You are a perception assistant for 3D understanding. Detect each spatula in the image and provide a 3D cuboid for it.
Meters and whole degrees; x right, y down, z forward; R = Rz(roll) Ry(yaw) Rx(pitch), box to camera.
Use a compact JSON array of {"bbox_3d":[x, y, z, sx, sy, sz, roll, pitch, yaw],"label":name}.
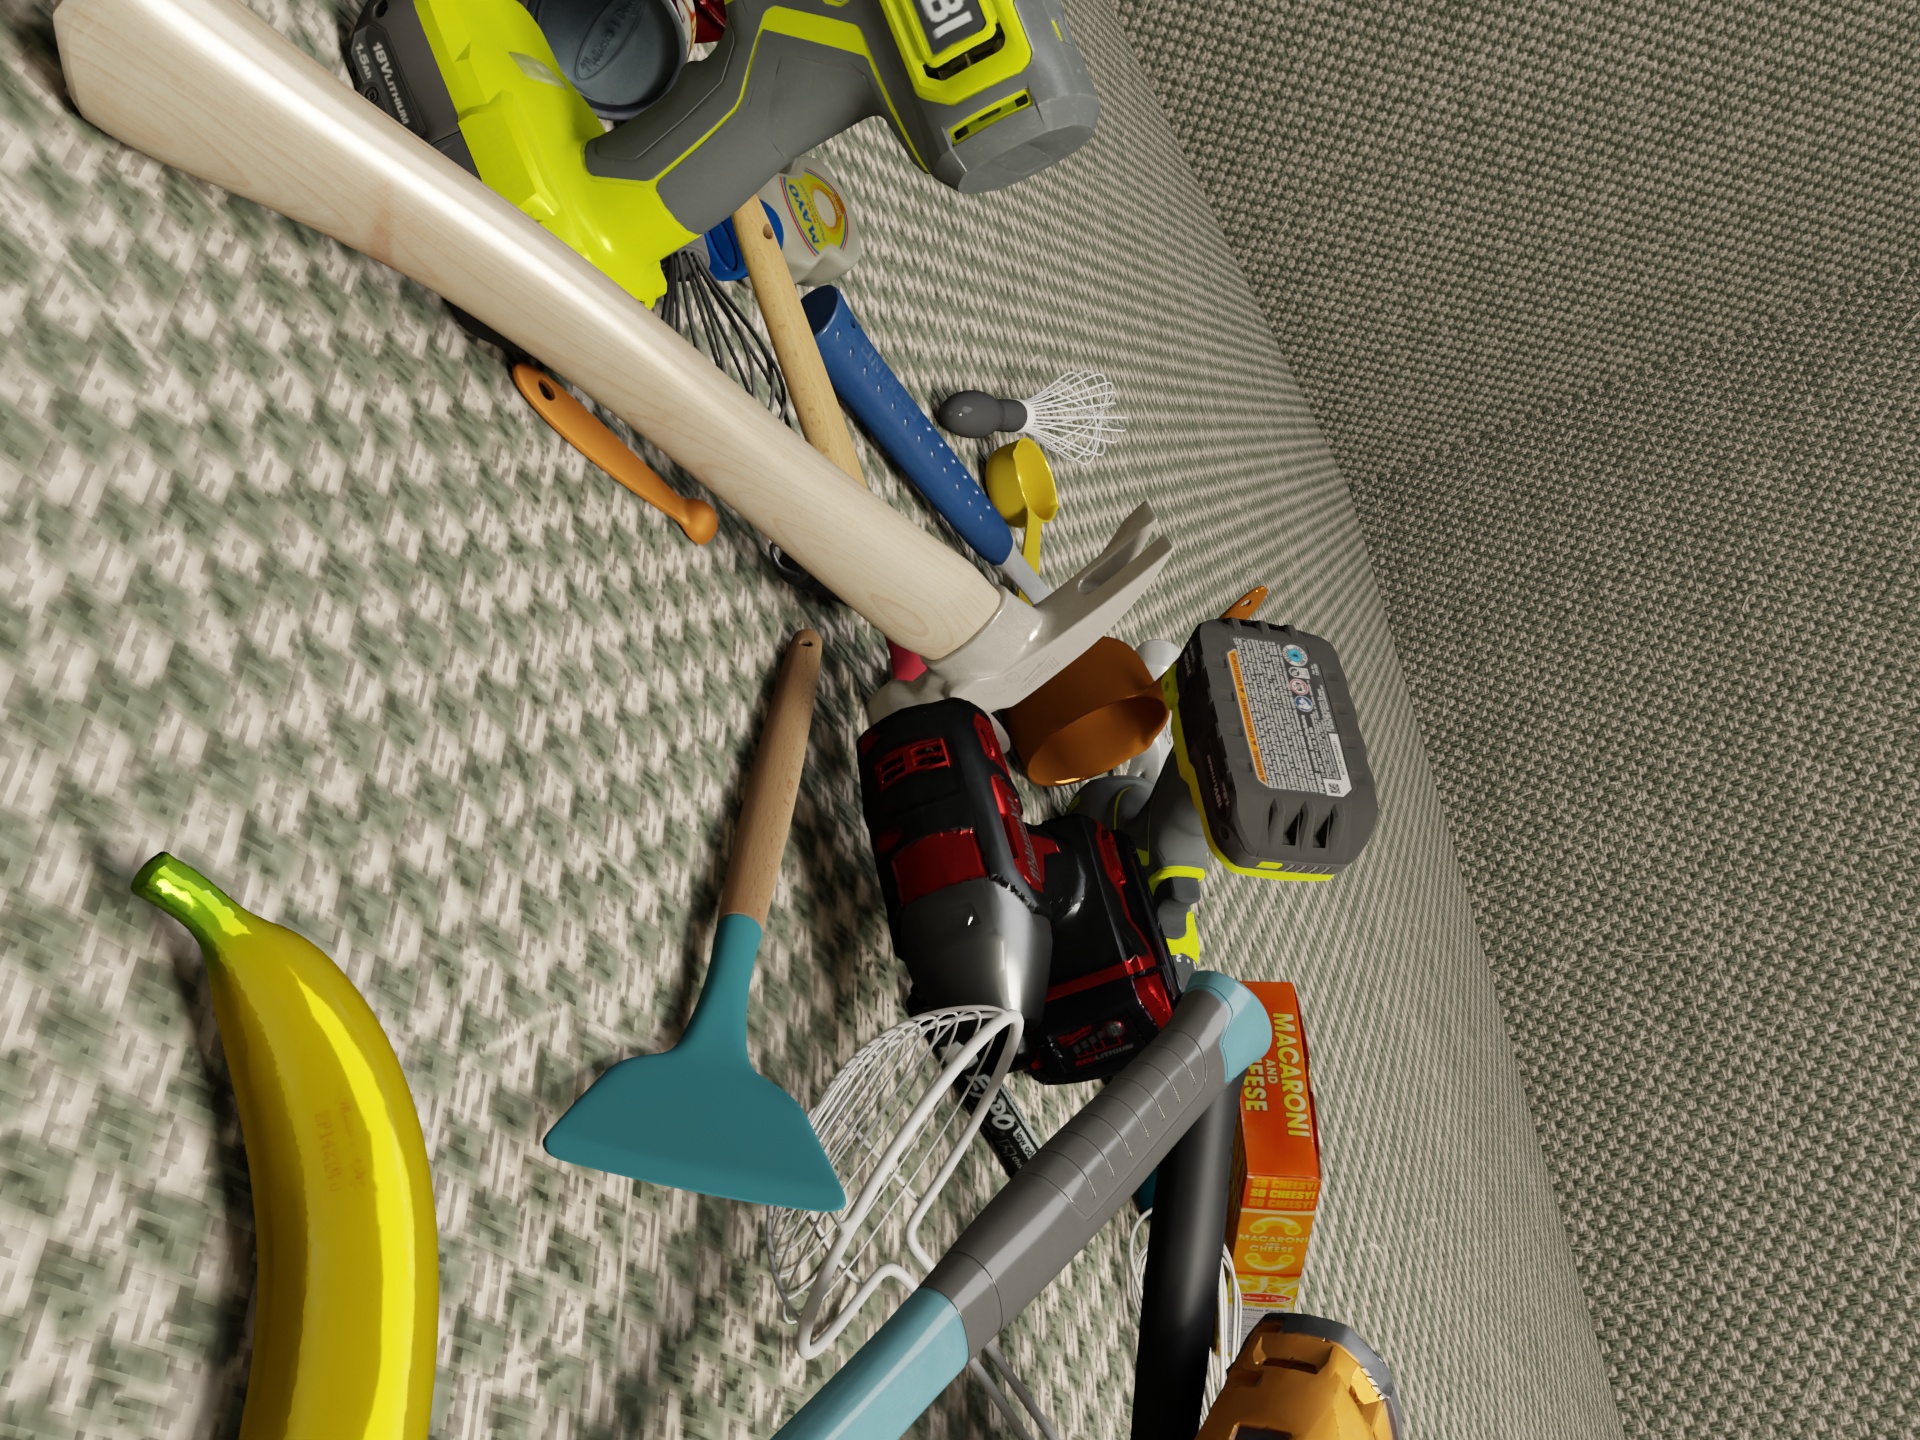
[{"bbox_3d":[-0.069,0.048,0.555,0.318,0.082,0.044,-86,-168,-55],"label":"spatula"}]

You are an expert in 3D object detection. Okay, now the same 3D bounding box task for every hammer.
[{"bbox_3d":[0.068,0.262,0.557,0.146,0.035,0.335,40,55,-55],"label":"hammer"},{"bbox_3d":[0.003,0.165,0.458,0.331,0.033,0.128,-32,120,-45],"label":"hammer"},{"bbox_3d":[0.029,-0.090,0.930,0.405,0.035,0.144,46,42,-41],"label":"hammer"},{"bbox_3d":[-0.086,-0.111,0.531,0.410,0.146,0.038,34,25,-44],"label":"hammer"}]

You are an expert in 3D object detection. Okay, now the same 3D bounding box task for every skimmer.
[{"bbox_3d":[0.039,0.252,0.572,0.127,0.090,0.363,-49,122,-36],"label":"skimmer"}]

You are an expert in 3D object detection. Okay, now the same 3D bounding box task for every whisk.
[{"bbox_3d":[0.116,0.329,0.716,0.057,0.059,0.247,18,40,-22],"label":"whisk"},{"bbox_3d":[0.051,-0.208,1.096,0.284,0.070,0.070,-22,91,-64],"label":"whisk"},{"bbox_3d":[-0.115,-0.197,0.680,0.055,0.055,0.239,33,37,-58],"label":"whisk"}]

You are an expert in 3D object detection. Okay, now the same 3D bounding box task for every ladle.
[{"bbox_3d":[-0.040,-0.074,0.682,0.069,0.031,0.315,-58,141,-42],"label":"ladle"}]

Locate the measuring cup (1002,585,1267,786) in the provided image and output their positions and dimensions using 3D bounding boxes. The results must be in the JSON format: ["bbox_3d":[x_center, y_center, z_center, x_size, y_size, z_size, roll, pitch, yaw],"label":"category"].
[{"bbox_3d":[0.094,-0.033,0.871,0.095,0.173,0.052,7,47,-48],"label":"measuring cup"}]

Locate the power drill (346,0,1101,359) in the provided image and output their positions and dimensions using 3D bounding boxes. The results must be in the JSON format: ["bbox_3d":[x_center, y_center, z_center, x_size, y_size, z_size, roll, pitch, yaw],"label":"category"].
[{"bbox_3d":[-0.084,-0.230,0.533,0.171,0.223,0.080,68,20,-4],"label":"power drill"}]

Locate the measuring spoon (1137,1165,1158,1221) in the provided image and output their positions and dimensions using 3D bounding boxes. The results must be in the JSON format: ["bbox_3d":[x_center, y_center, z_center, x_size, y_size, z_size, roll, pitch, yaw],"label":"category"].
[{"bbox_3d":[0.098,0.210,0.852,0.021,0.042,0.129,20,39,-32],"label":"measuring spoon"}]

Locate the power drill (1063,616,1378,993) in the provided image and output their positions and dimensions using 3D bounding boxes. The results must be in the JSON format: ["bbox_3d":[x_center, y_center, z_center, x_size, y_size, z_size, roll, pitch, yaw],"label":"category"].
[{"bbox_3d":[0.121,0.076,0.815,0.080,0.228,0.191,6,52,-16],"label":"power drill"}]

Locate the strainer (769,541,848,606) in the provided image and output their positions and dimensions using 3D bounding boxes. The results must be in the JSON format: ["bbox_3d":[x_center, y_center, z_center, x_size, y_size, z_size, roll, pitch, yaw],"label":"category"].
[{"bbox_3d":[-0.019,-0.052,0.793,0.258,0.050,0.087,17,63,-61],"label":"strainer"}]

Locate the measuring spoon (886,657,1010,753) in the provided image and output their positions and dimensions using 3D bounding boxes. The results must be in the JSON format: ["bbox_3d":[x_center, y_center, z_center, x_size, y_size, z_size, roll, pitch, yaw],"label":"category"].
[{"bbox_3d":[-0.001,-0.003,0.804,0.124,0.034,0.018,45,40,-56],"label":"measuring spoon"}]

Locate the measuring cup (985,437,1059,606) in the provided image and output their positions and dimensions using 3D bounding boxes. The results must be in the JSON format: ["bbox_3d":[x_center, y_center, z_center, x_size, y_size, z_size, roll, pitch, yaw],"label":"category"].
[{"bbox_3d":[0.034,-0.109,1.011,0.062,0.029,0.157,41,46,-47],"label":"measuring cup"}]

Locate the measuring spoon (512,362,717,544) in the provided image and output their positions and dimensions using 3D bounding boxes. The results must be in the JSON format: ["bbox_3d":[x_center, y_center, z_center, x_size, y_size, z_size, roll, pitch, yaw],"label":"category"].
[{"bbox_3d":[-0.127,-0.101,0.604,0.116,0.011,0.021,41,34,-52],"label":"measuring spoon"}]

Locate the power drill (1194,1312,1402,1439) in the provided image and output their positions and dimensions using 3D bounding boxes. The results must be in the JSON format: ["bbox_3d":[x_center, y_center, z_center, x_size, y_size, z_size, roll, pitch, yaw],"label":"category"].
[{"bbox_3d":[0.107,0.340,0.514,0.185,0.084,0.226,-43,123,-53],"label":"power drill"}]

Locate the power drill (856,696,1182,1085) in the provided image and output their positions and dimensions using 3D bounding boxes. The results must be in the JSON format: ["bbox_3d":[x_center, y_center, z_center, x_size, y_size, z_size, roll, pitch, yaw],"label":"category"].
[{"bbox_3d":[0.028,0.088,0.675,0.219,0.078,0.143,42,29,-62],"label":"power drill"}]
